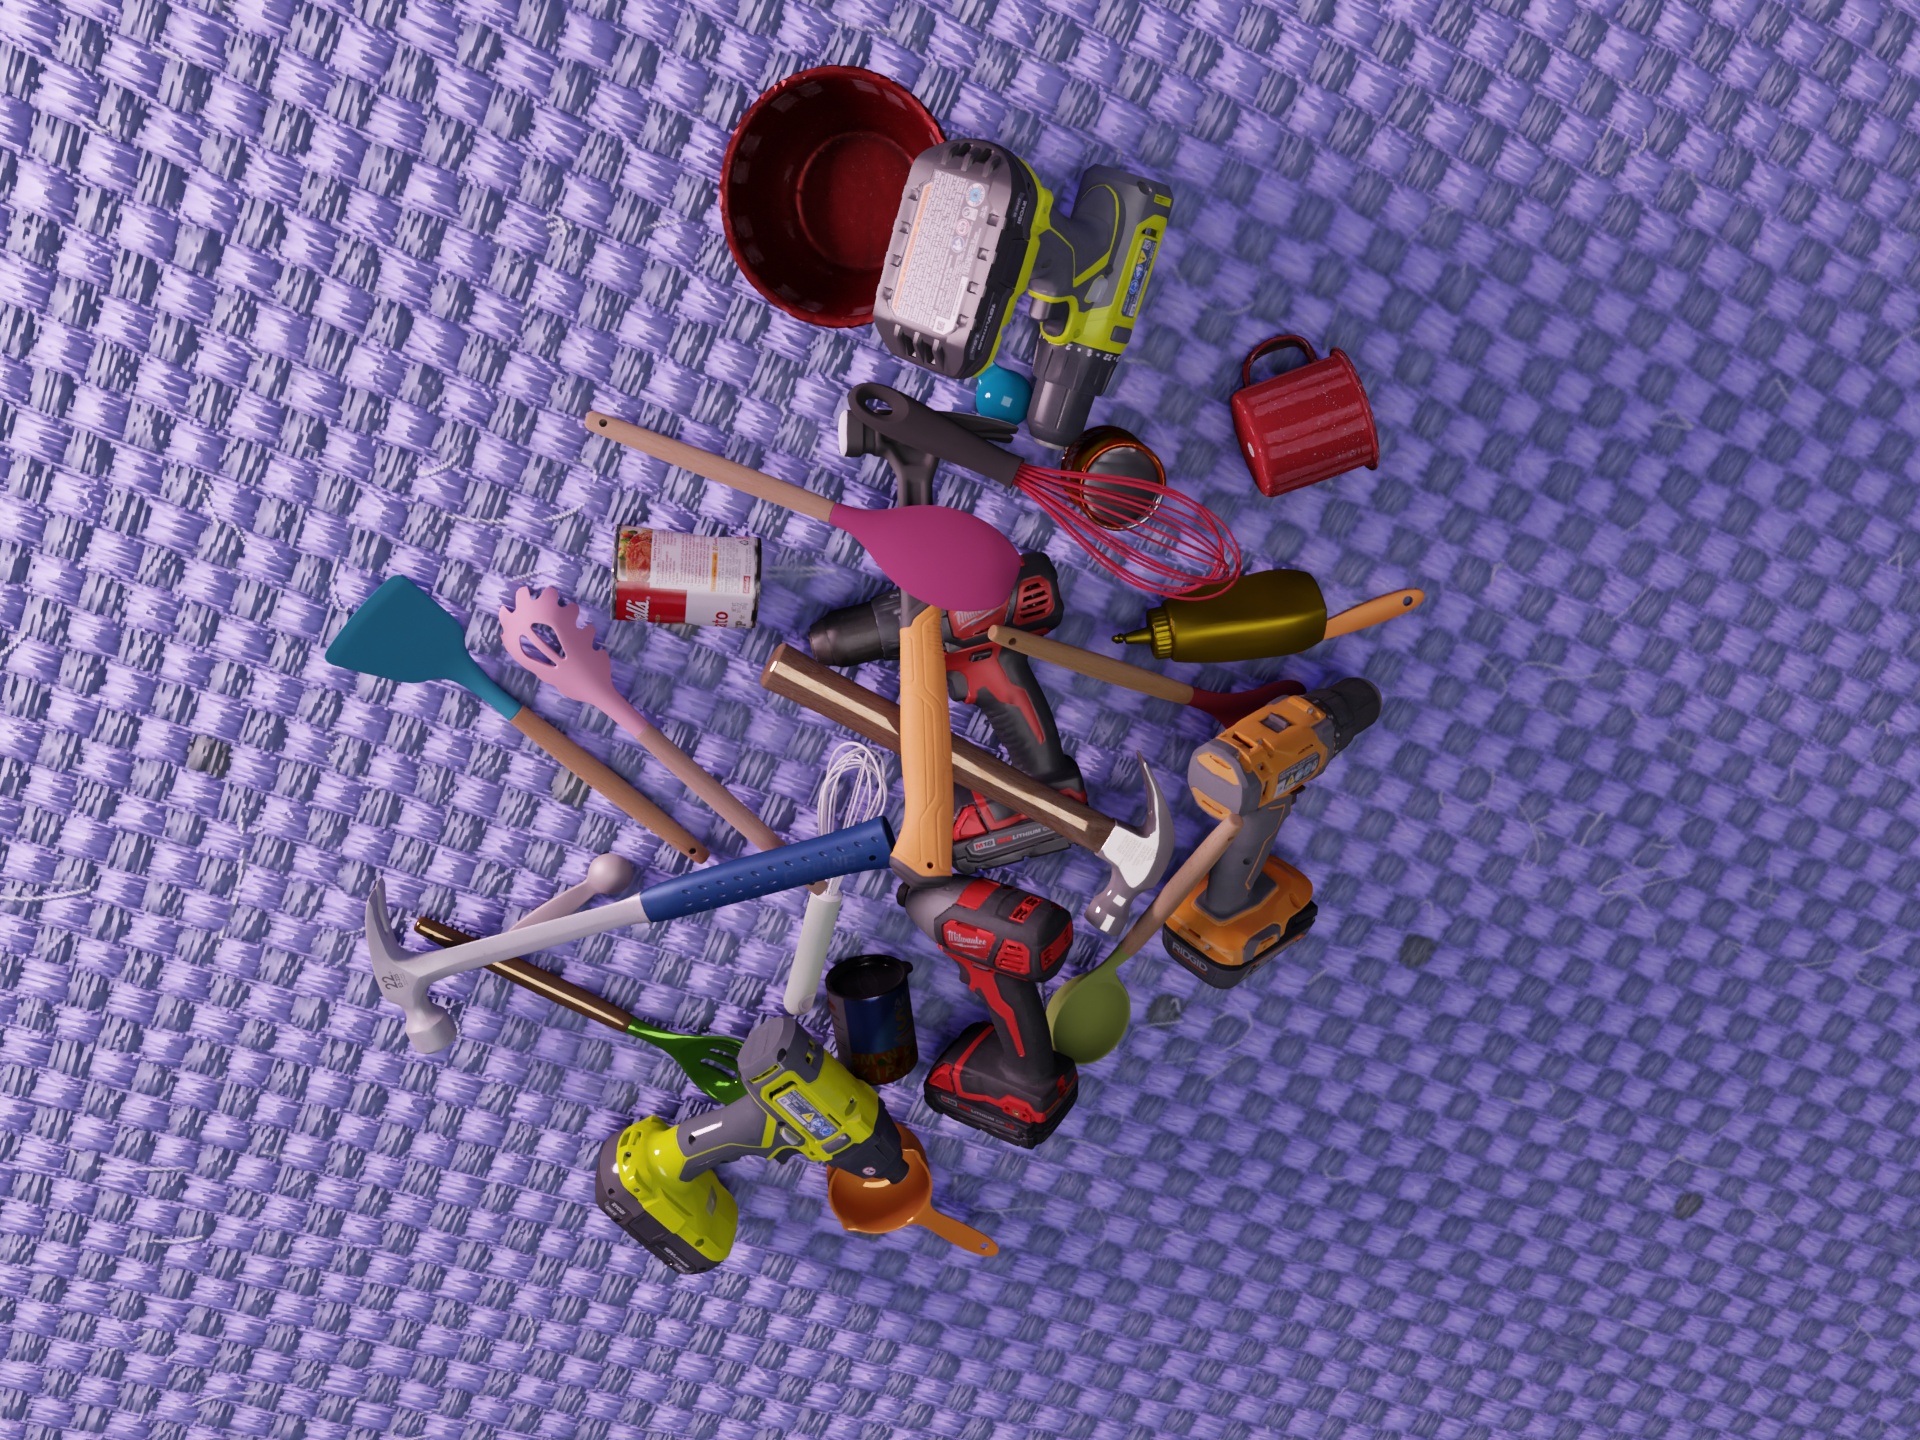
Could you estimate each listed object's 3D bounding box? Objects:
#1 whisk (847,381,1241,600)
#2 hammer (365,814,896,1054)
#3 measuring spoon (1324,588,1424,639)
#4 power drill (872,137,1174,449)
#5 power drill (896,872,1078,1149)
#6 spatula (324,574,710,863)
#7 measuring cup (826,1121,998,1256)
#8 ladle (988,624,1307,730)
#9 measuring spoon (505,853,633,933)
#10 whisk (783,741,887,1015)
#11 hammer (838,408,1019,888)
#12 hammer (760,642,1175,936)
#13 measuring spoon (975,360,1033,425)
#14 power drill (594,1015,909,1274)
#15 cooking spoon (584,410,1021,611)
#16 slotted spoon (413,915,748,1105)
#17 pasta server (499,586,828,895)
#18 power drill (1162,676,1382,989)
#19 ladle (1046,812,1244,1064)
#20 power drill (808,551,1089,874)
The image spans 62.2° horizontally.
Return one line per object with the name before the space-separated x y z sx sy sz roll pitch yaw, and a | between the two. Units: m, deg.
whisk | 0.057 -0.162 1.092 0.296 0.073 0.073 26 106 2
hammer | -0.246 0.137 1.183 0.405 0.035 0.144 -16 115 5
measuring spoon | 0.310 -0.078 1.246 0.117 0.011 0.021 -20 113 -1
power drill | 0.046 -0.274 1.036 0.080 0.228 0.190 27 110 28
power drill | 0.020 0.217 1.240 0.143 0.078 0.219 15 127 30
spatula | -0.307 0.015 1.167 0.317 0.044 0.082 41 97 -22
measuring cup | -0.038 0.404 1.359 0.173 0.052 0.095 35 102 -22
ladle | 0.149 -0.027 1.179 0.315 0.031 0.069 15 114 -33
measuring spoon | -0.307 0.146 1.231 0.124 0.018 0.034 -34 113 7
whisk | -0.103 0.128 1.245 0.057 0.059 0.246 -11 125 -48
hammer | -0.019 -0.052 1.107 0.127 0.034 0.337 0 81 -10
hammer | 0.010 0.032 1.151 0.331 0.031 0.130 28 101 -14
measuring spoon | 0.010 -0.261 1.121 0.042 0.021 0.128 -33 114 4
power drill | -0.165 0.348 1.271 0.223 0.080 0.171 -33 113 20
cooking spoon | -0.111 -0.151 1.090 0.319 0.017 0.069 21 85 5
slotted spoon | -0.285 0.228 1.260 0.313 0.031 0.070 30 121 -17
pasta server | -0.214 0.022 1.174 0.060 0.040 0.316 -43 107 9
power drill | 0.243 0.077 1.226 0.185 0.084 0.226 -26 135 -34
ladle | 0.145 0.172 1.219 0.078 0.062 0.320 -7 148 -28
power drill | -0.002 -0.004 1.193 0.188 0.080 0.226 -14 110 -4
